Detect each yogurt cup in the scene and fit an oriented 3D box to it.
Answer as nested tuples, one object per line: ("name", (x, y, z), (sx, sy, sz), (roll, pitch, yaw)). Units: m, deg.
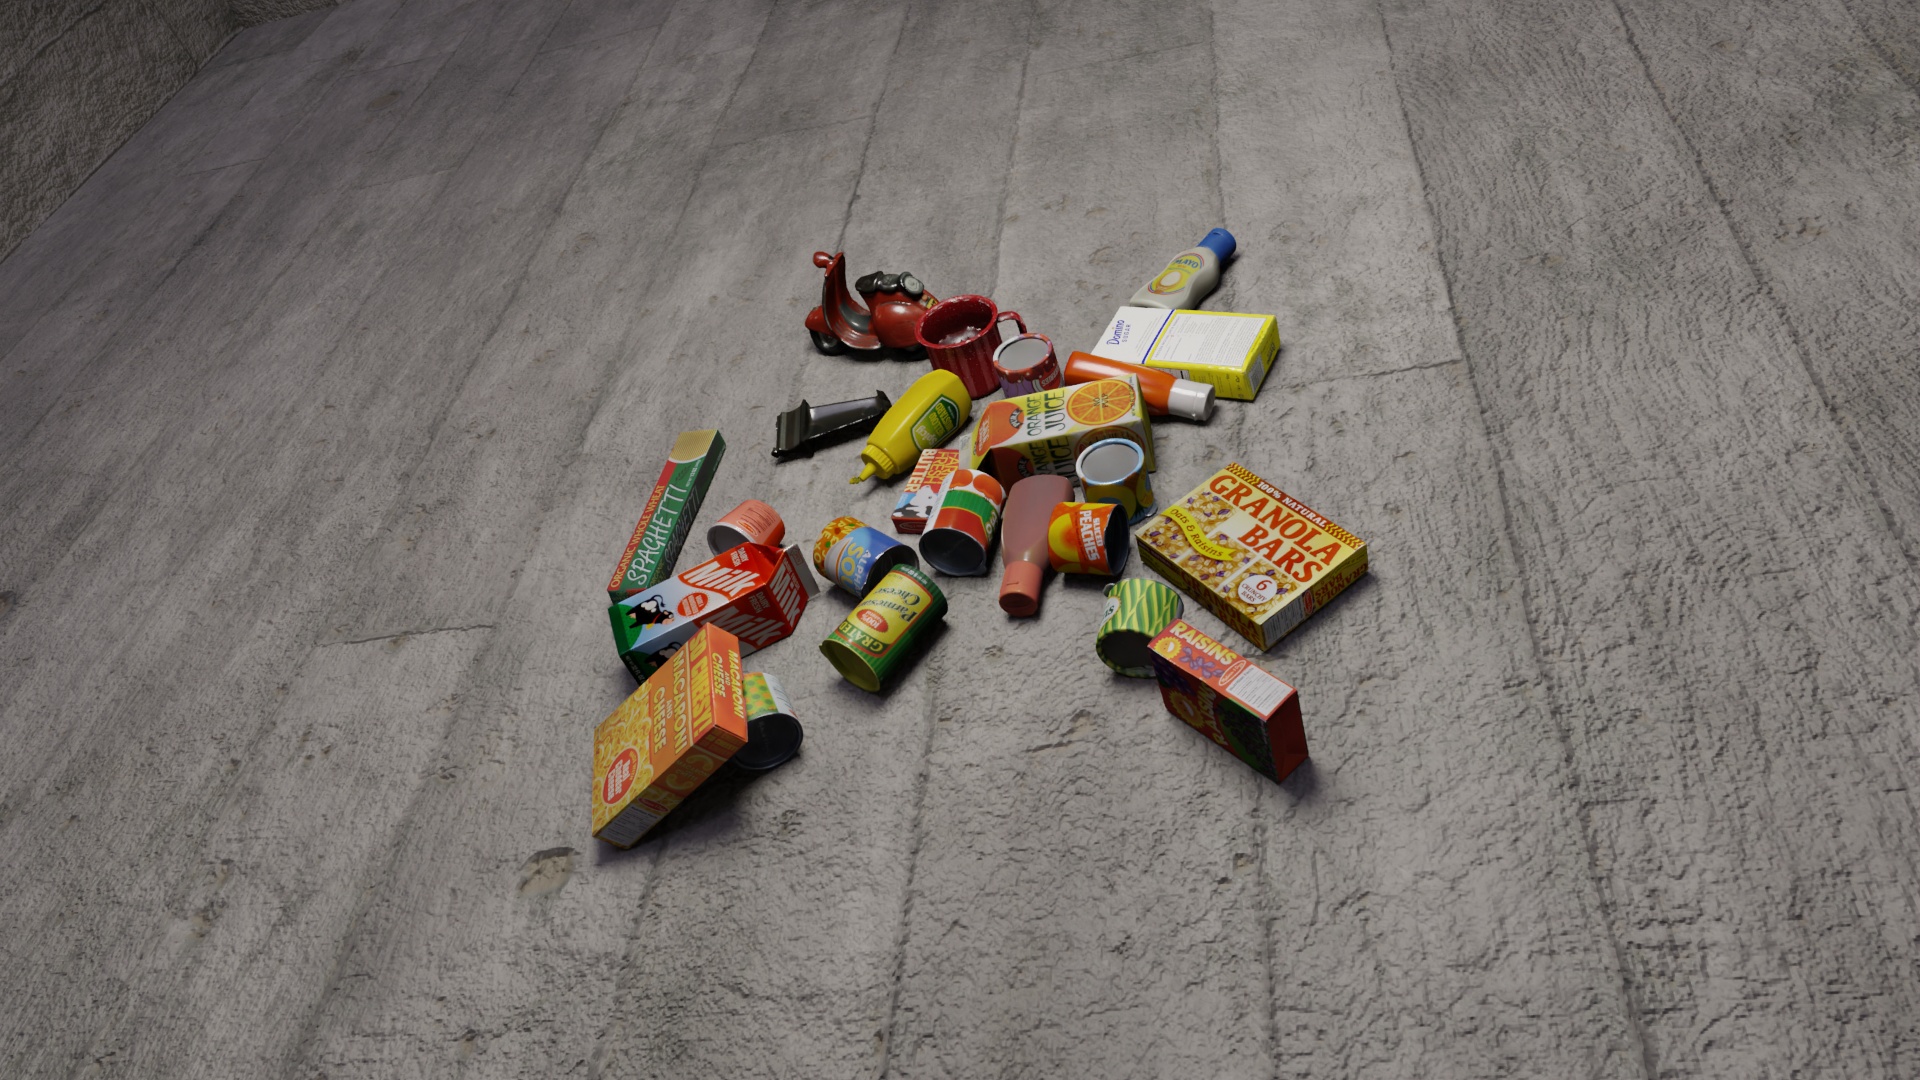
("yogurt cup", (-0.214, -0.005, 1.406), (0.072, 0.072, 0.054), (10, 42, 30))

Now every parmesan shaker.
("parmesan shaker", (-0.069, 0.077, 1.259), (0.071, 0.071, 0.103), (20, 56, 36))

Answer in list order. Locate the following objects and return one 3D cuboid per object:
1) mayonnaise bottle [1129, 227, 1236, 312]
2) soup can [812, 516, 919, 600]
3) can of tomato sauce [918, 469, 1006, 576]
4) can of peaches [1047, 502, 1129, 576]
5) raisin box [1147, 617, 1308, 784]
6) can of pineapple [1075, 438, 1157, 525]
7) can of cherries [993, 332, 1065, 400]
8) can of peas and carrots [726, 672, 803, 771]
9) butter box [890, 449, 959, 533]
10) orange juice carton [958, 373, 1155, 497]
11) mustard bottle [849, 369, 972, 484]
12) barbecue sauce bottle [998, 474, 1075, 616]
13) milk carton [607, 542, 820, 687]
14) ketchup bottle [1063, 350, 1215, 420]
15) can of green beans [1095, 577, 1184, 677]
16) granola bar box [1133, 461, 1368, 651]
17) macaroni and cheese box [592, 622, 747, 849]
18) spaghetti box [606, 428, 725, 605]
("mayonnaise bottle", (0.252, -0.290, 1.538), (0.065, 0.041, 0.149), (20, 56, 38))
("soup can", (-0.093, 0.022, 1.326), (0.084, 0.071, 0.071), (26, 59, 40))
("can of tomato sauce", (0.005, -0.017, 1.331), (0.071, 0.071, 0.083), (0, 45, 21))
("can of peaches", (0.116, -0.002, 1.267), (0.058, 0.071, 0.071), (3, 47, 26))
("raisin box", (0.209, 0.124, 1.087), (0.040, 0.085, 0.123), (-41, 45, -18))
("can of pineapple", (0.149, -0.055, 1.319), (0.071, 0.057, 0.071), (-11, 43, 10))
("can of cherries", (0.075, -0.178, 1.476), (0.071, 0.058, 0.072), (-12, 42, 11))
("can of peas and carrots", (-0.180, 0.159, 1.217), (0.071, 0.070, 0.059), (-27, 41, -7))
("butter box", (-0.027, -0.051, 1.409), (0.053, 0.024, 0.104), (3, 47, 25))
("orange juice carton", (0.090, -0.099, 1.377), (0.192, 0.072, 0.072), (-10, 43, 12))
("mustard bottle", (-0.057, -0.109, 1.456), (0.161, 0.065, 0.049), (-46, 42, -18))
("barbecue sauce bottle", (0.066, 0.004, 1.301), (0.065, 0.043, 0.149), (-7, 44, 24))
("milk carton", (-0.231, 0.068, 1.328), (0.191, 0.072, 0.074), (-25, 42, -6))
("ketchup bottle", (0.182, -0.153, 1.410), (0.149, 0.064, 0.043), (15, 74, 22))
("can of green beans", (0.152, 0.074, 1.176), (0.071, 0.071, 0.058), (1, 47, 22))
("granola bar box", (0.254, 0.010, 1.223), (0.124, 0.039, 0.166), (-35, 43, -15))
("macaroni and cheese box", (-0.253, 0.168, 1.202), (0.166, 0.040, 0.124), (-41, 37, 21))
("spaghetti box", (-0.313, -0.027, 1.493), (0.050, 0.028, 0.251), (-4, 44, 18))
